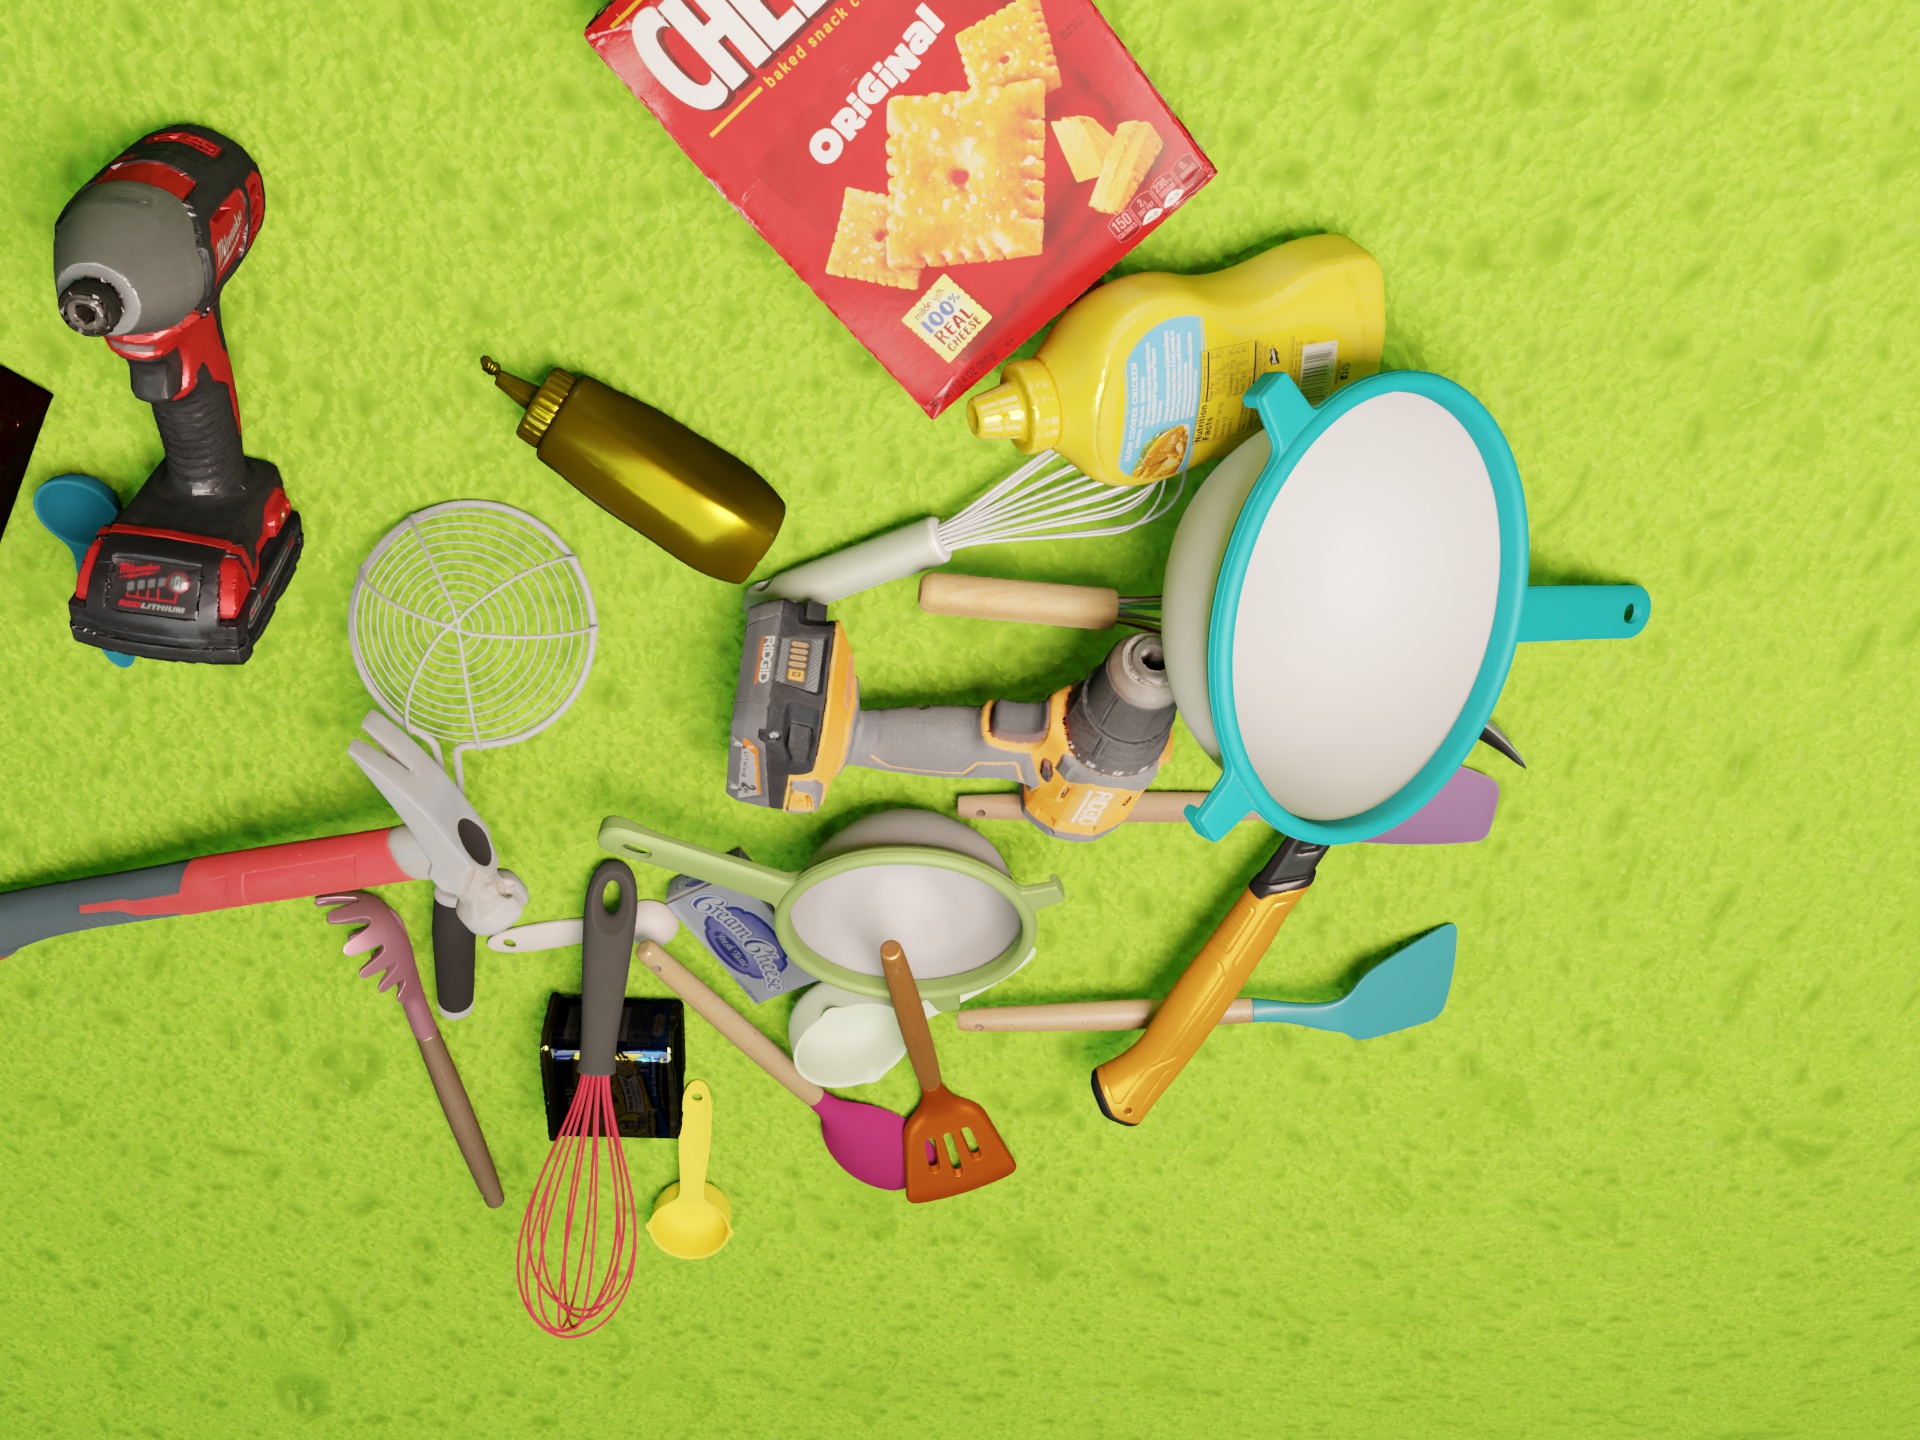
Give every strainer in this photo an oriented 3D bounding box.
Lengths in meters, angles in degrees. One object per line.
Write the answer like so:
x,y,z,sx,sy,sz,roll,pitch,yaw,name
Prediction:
0.210,-0.059,0.770,0.340,0.095,0.211,-4,105,-39,strainer
-0.078,0.081,0.910,0.256,0.069,0.151,19,136,-18,strainer

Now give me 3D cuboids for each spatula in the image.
-0.019,0.226,1.005,0.081,0.041,0.322,-16,144,-4,spatula
0.156,0.049,0.926,0.316,0.018,0.059,0,121,-1,spatula
0.156,0.177,1.004,0.317,0.044,0.082,-3,126,3,spatula

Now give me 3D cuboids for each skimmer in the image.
-0.280,0.040,0.913,0.127,0.090,0.363,13,135,-4,skimmer

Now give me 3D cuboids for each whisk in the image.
-0.003,-0.094,0.806,0.246,0.058,0.059,-18,117,19,whisk
-0.223,0.231,0.962,0.073,0.073,0.296,6,93,-4,whisk
0.100,-0.052,0.814,0.245,0.051,0.047,5,85,-10,whisk

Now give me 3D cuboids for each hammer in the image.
0.182,0.115,0.931,0.127,0.034,0.336,25,113,-13,hammer
-0.440,0.083,0.894,0.386,0.038,0.143,-10,130,19,hammer

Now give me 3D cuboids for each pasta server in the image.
-0.350,0.225,1.041,0.040,0.060,0.316,-27,133,-26,pasta server

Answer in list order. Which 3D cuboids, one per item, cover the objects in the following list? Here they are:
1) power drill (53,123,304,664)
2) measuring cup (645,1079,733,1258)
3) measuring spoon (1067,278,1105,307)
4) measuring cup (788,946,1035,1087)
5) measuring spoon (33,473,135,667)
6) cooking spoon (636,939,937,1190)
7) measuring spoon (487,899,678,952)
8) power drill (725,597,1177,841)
-0.355,-0.139,0.715,0.078,0.143,0.219,8,128,-9,power drill
-0.186,0.309,1.116,0.062,0.029,0.156,5,114,-4,measuring cup
0.016,-0.215,0.742,0.117,0.011,0.021,14,118,-14,measuring spoon
-0.032,0.173,1.011,0.167,0.038,0.083,-27,132,-2,measuring cup
-0.451,-0.080,0.838,0.042,0.021,0.128,7,135,-6,measuring spoon
-0.110,0.235,1.044,0.069,0.017,0.318,-25,129,17,cooking spoon
-0.236,0.135,0.988,0.124,0.018,0.034,-9,126,7,measuring spoon
-0.001,-0.003,0.816,0.226,0.084,0.185,8,155,-7,power drill
